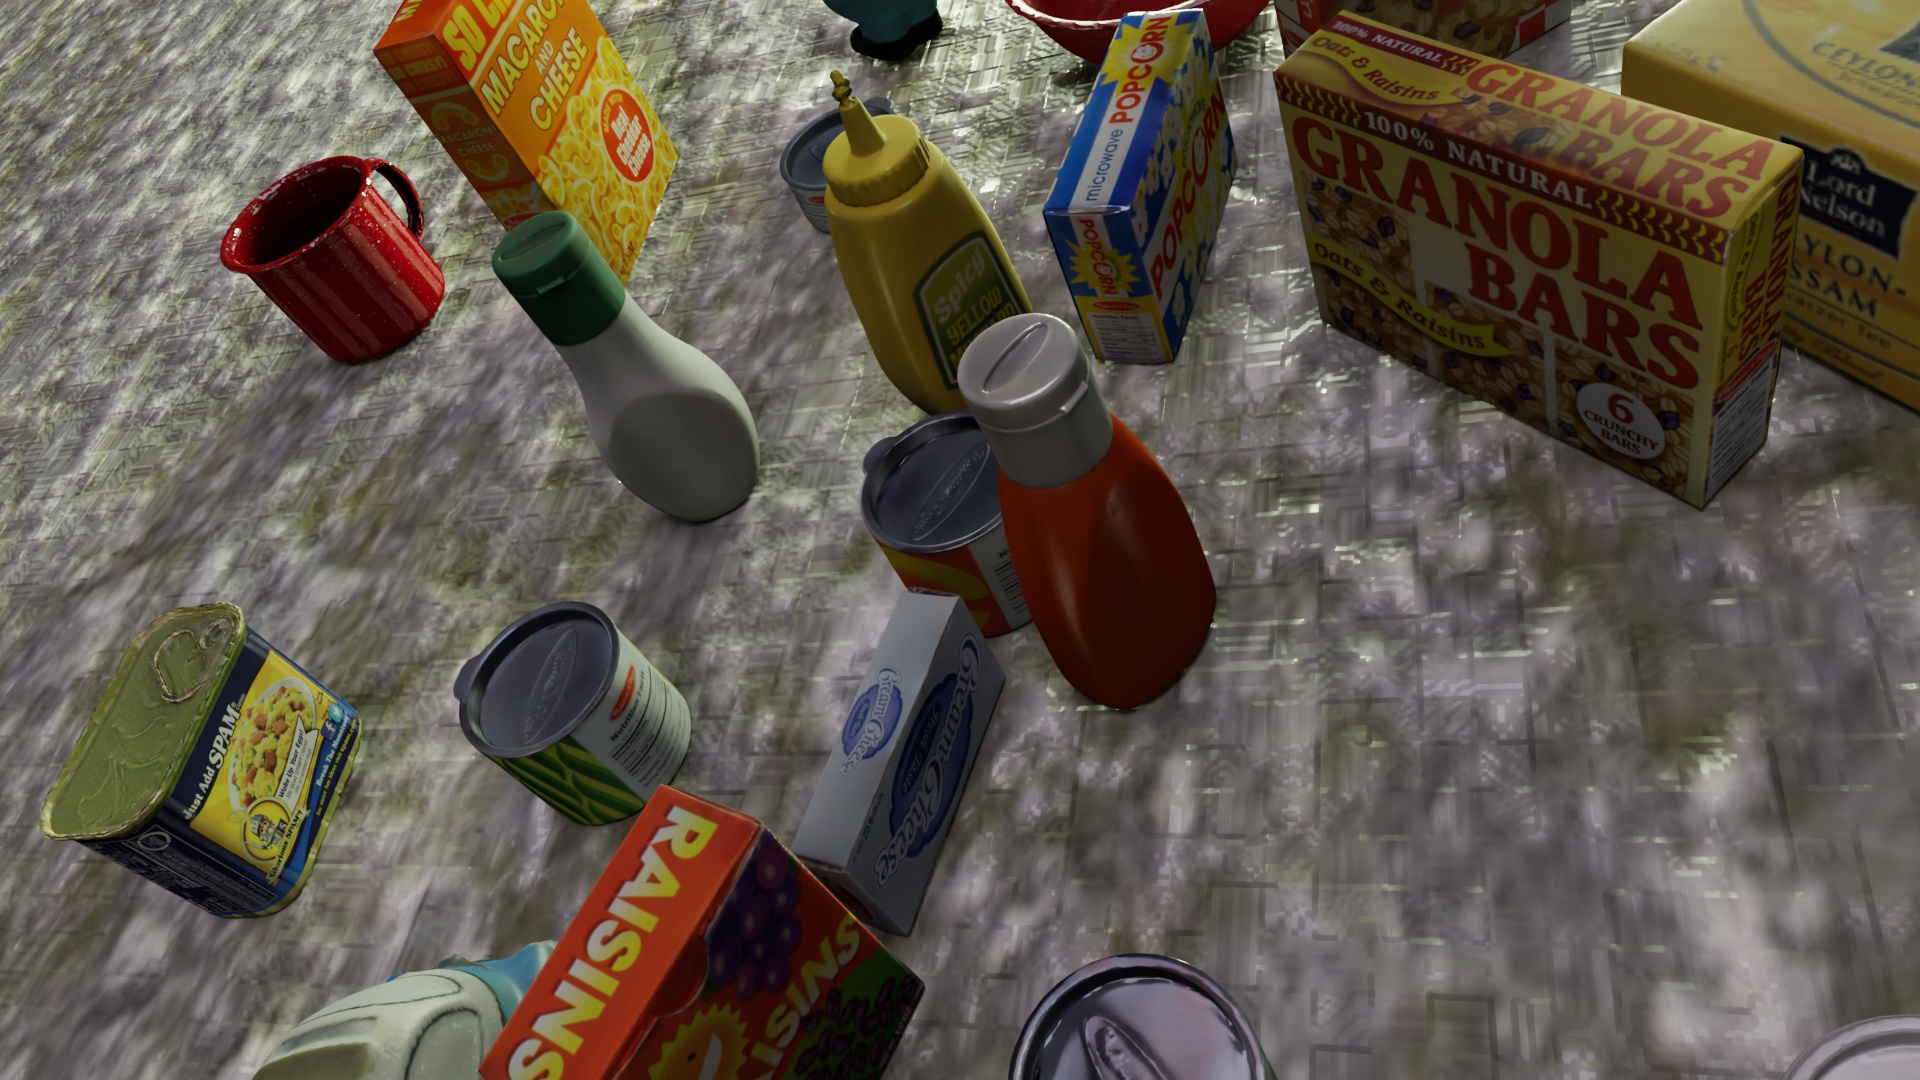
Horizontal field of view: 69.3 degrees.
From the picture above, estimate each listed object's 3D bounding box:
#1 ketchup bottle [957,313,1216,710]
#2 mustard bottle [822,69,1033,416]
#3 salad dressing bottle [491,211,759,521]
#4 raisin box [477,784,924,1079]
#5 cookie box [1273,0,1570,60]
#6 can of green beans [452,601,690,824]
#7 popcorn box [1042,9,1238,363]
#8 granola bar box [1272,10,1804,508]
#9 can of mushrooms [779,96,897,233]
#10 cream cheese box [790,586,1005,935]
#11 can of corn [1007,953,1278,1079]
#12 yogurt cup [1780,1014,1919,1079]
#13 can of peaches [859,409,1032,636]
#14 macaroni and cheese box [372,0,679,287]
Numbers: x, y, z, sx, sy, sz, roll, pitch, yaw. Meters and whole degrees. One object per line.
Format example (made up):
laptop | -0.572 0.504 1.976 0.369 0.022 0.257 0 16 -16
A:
ketchup bottle | 0.041 -0.008 0.442 0.043 0.148 0.065 26 67 37
mustard bottle | -0.018 -0.115 0.547 0.065 0.159 0.049 -46 49 -15
salad dressing bottle | -0.134 -0.068 0.570 0.064 0.147 0.044 -27 47 2
raisin box | -0.064 0.136 0.390 0.040 0.123 0.086 14 61 33
cookie box | 0.187 -0.261 0.569 0.123 0.166 0.040 -31 47 -2
can of green beans | -0.144 0.066 0.527 0.071 0.057 0.071 -12 49 15
popcorn box | 0.079 -0.148 0.582 0.038 0.085 0.127 4 55 27
granola bar box | 0.187 -0.097 0.465 0.039 0.123 0.166 -41 48 -11
can of mushrooms | -0.054 -0.192 0.712 0.071 0.033 0.071 -12 49 15
cream cheese box | -0.019 0.073 0.468 0.024 0.053 0.104 5 56 28
can of corn | 0.050 0.154 0.368 0.071 0.058 0.071 -12 49 15
yogurt cup | 0.214 0.146 0.304 0.072 0.053 0.073 -12 49 15
can of peaches | 0.002 -0.007 0.520 0.071 0.057 0.071 -12 49 15
macaroni and cheese box | -0.217 -0.223 0.720 0.040 0.165 0.124 -6 52 20
